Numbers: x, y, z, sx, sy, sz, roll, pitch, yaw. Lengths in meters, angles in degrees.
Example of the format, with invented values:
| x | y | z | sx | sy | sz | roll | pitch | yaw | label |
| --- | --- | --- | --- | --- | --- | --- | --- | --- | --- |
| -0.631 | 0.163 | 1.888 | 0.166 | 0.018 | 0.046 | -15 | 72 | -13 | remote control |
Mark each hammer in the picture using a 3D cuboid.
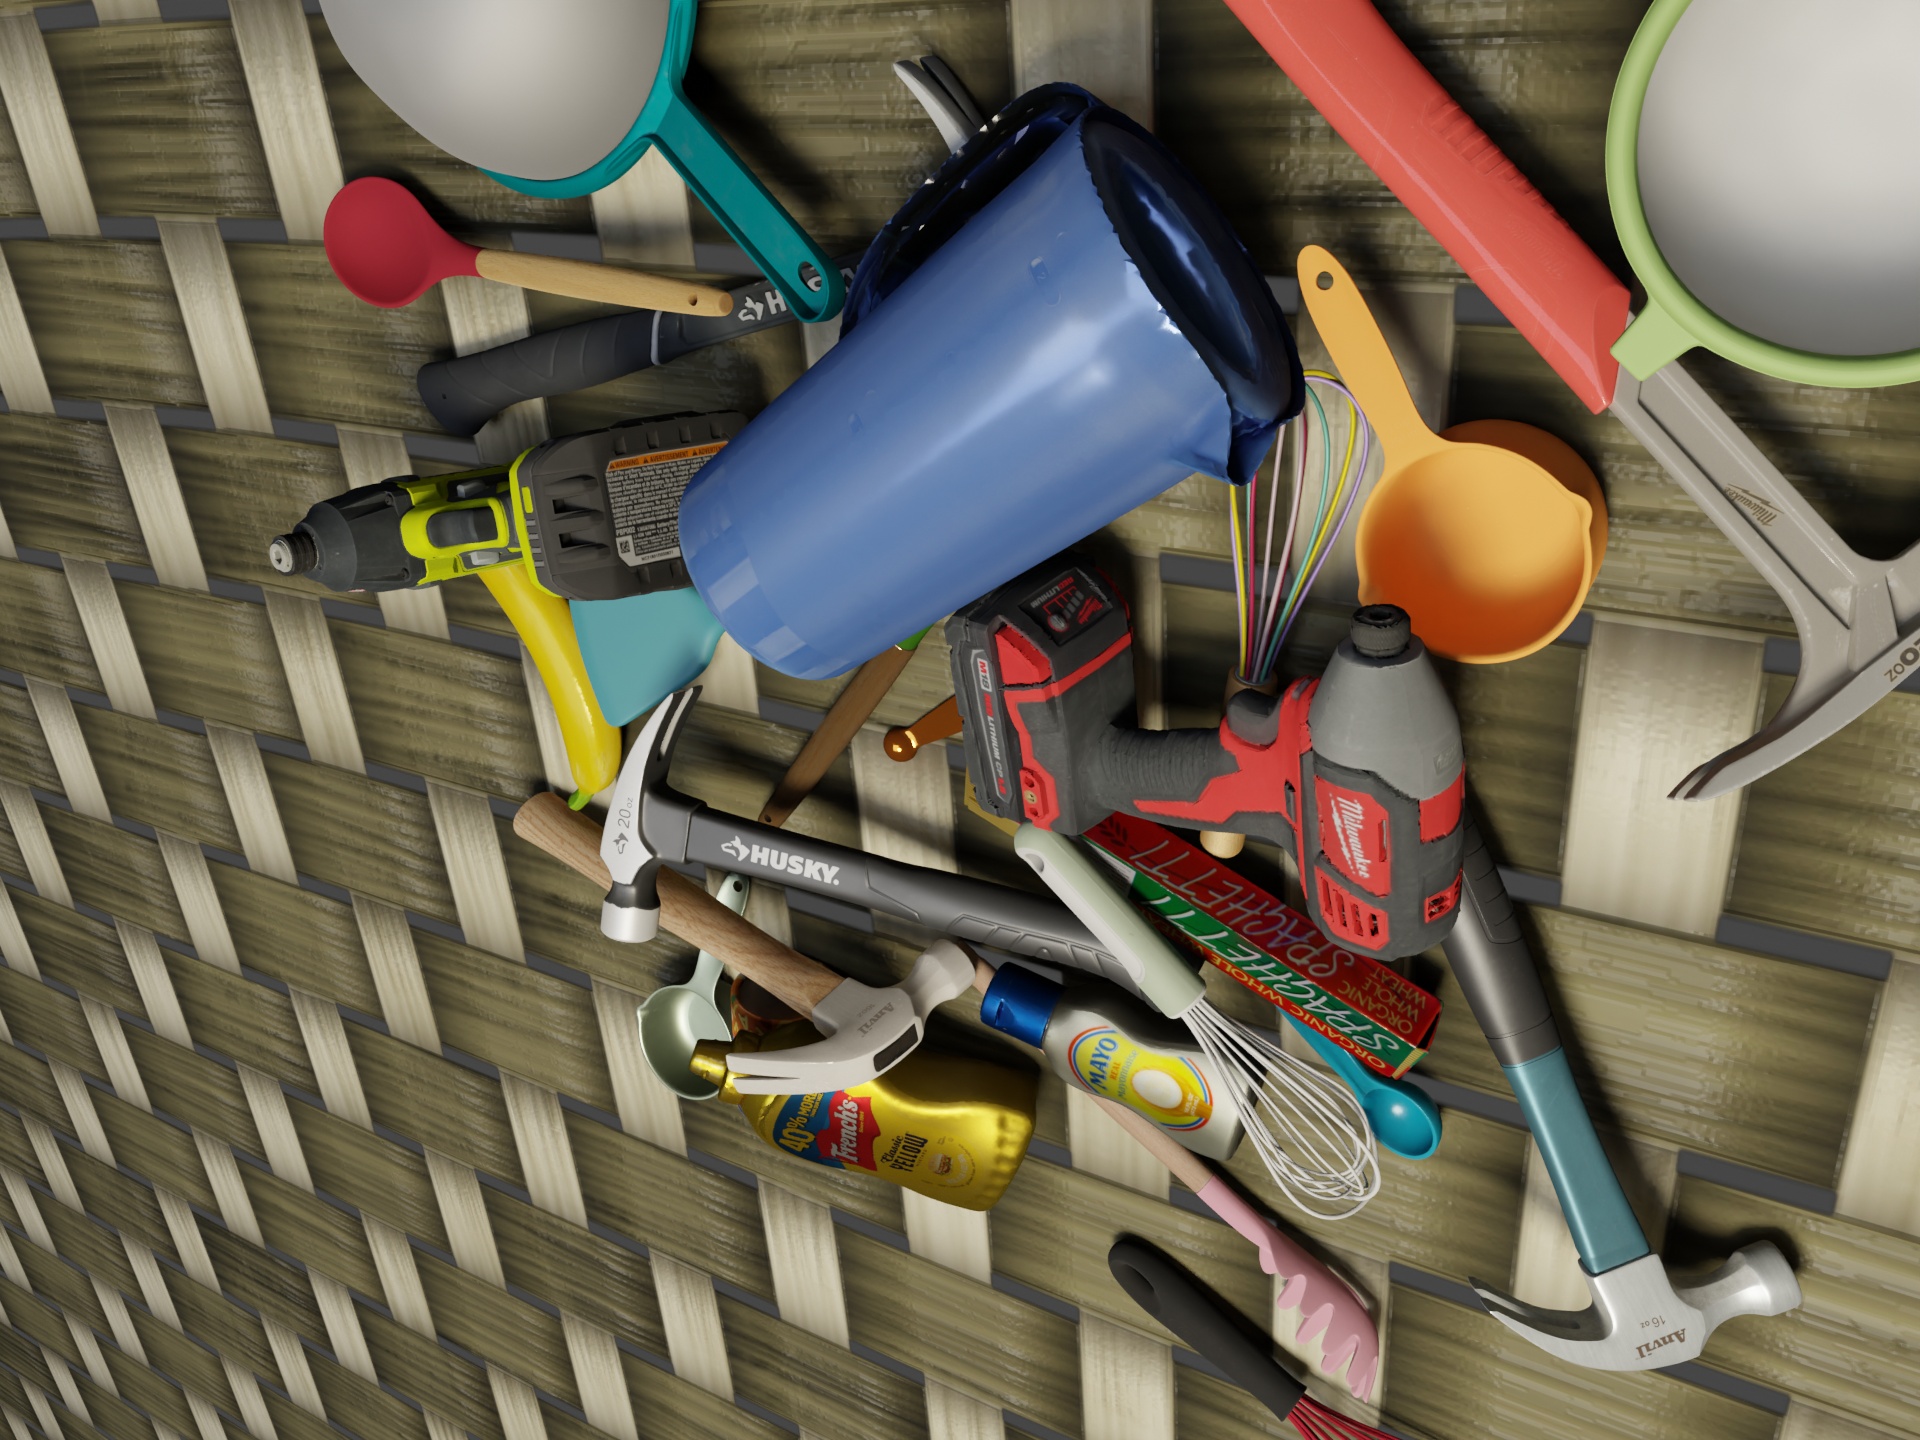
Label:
| x | y | z | sx | sy | sz | roll | pitch | yaw | label |
| --- | --- | --- | --- | --- | --- | --- | --- | --- | --- |
| -0.136 | -0.200 | 0.786 | 0.409 | 0.036 | 0.149 | -4 | 111 | 36 | hammer |
| 0.242 | 0.130 | 0.686 | 0.128 | 0.033 | 0.331 | -24 | 95 | 3 | hammer |
| 0.194 | -0.148 | 0.551 | 0.149 | 0.036 | 0.359 | -40 | 83 | 3 | hammer |
| -0.155 | 0.116 | 0.927 | 0.331 | 0.130 | 0.031 | 24 | 138 | 36 | hammer |
| -0.033 | 0.082 | 0.835 | 0.335 | 0.035 | 0.146 | 13 | 103 | 16 | hammer |

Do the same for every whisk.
| x | y | z | sx | sy | sz | roll | pitch | yaw | label |
| --- | --- | --- | --- | --- | --- | --- | --- | --- | --- |
| 0.127 | -0.038 | 0.690 | 0.051 | 0.047 | 0.244 | 34 | 135 | 35 | whisk |
| 0.112 | 0.139 | 0.755 | 0.246 | 0.059 | 0.058 | 47 | 154 | -3 | whisk |
| 0.199 | 0.389 | 0.872 | 0.296 | 0.073 | 0.073 | 37 | 130 | 20 | whisk |

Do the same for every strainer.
| x | y | z | sx | sy | sz | roll | pitch | yaw | label |
| --- | --- | --- | --- | --- | --- | --- | --- | --- | --- |
| 0.327 | -0.175 | 0.463 | 0.256 | 0.069 | 0.151 | 7 | 110 | 23 | strainer |
| -0.184 | -0.294 | 0.699 | 0.340 | 0.095 | 0.211 | 50 | 130 | 12 | strainer |

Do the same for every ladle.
| x | y | z | sx | sy | sz | roll | pitch | yaw | label |
| --- | --- | --- | --- | --- | --- | --- | --- | --- | --- |
| -0.225 | -0.230 | 0.805 | 0.316 | 0.031 | 0.069 | 20 | 114 | 36 | ladle |

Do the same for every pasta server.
| x | y | z | sx | sy | sz | roll | pitch | yaw | label |
| --- | --- | --- | --- | --- | --- | --- | --- | --- | --- |
| 0.107 | 0.236 | 0.860 | 0.316 | 0.040 | 0.060 | 42 | 167 | 10 | pasta server |

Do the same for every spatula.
| x | y | z | sx | sy | sz | roll | pitch | yaw | label |
| --- | --- | --- | --- | --- | --- | --- | --- | --- | --- |
| -0.097 | -0.070 | 0.810 | 0.317 | 0.044 | 0.082 | -18 | 89 | 47 | spatula |

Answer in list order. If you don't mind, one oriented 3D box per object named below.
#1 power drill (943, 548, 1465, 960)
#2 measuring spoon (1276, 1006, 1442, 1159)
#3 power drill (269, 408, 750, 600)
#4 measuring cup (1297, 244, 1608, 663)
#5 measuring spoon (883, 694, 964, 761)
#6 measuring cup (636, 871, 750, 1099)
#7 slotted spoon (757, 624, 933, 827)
| x | y | z | sx | sy | sz | roll | pitch | yaw | label |
| --- | --- | --- | --- | --- | --- | --- | --- | --- | --- |
| 0.102 | 0.003 | 0.658 | 0.220 | 0.078 | 0.143 | 18 | 130 | 39 | power drill |
| 0.188 | 0.157 | 0.777 | 0.129 | 0.021 | 0.042 | 49 | 144 | 14 | measuring spoon |
| -0.219 | -0.100 | 0.795 | 0.223 | 0.171 | 0.080 | 1 | 105 | 38 | power drill |
| 0.182 | -0.108 | 0.608 | 0.095 | 0.052 | 0.173 | -25 | 97 | 41 | measuring cup |
| -0.001 | -0.003 | 0.817 | 0.117 | 0.011 | 0.021 | -27 | 98 | 41 | measuring spoon |
| -0.151 | 0.160 | 1.004 | 0.083 | 0.038 | 0.167 | 28 | 111 | 22 | measuring cup |
| -0.041 | -0.029 | 0.822 | 0.070 | 0.031 | 0.313 | 48 | 134 | 10 | slotted spoon |
